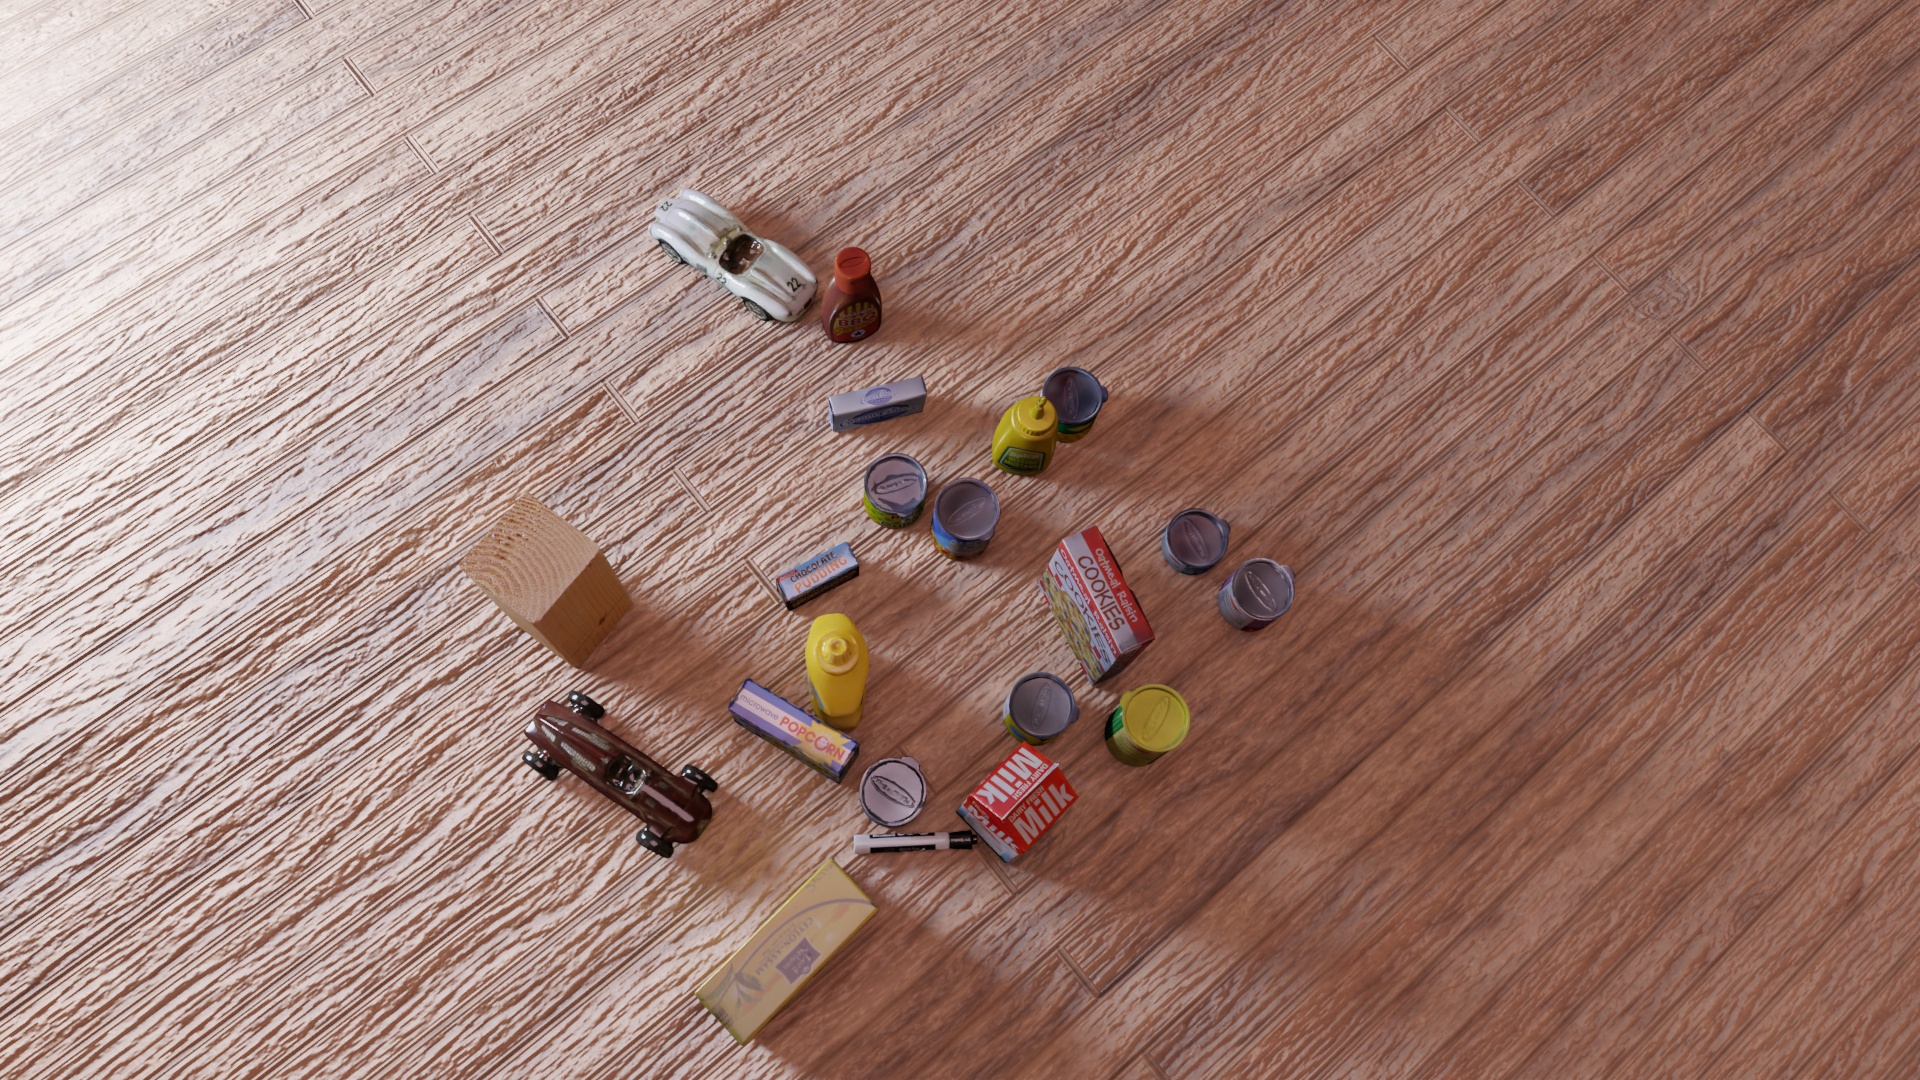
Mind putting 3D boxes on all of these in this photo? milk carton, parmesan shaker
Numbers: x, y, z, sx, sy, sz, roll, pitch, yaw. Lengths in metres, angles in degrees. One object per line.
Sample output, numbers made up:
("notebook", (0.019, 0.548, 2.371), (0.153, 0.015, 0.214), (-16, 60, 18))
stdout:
("milk carton", (0.053, 0.244, 1.294), (0.072, 0.190, 0.073), (-43, 81, -15))
("parmesan shaker", (0.181, 0.182, 1.371), (0.071, 0.102, 0.071), (1, 73, -5))

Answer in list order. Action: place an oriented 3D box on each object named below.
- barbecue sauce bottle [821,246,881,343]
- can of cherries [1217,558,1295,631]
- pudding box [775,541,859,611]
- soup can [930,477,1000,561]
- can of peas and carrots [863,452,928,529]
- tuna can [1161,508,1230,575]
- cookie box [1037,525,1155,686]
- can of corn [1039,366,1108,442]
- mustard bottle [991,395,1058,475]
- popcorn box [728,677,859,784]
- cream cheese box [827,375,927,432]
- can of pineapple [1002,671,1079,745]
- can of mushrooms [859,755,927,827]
("barbecue sauce bottle", (-0.114, -0.258, 1.458), (0.065, 0.148, 0.044), (-17, 75, -10))
("can of cherries", (0.309, 0.057, 1.445), (0.071, 0.058, 0.071), (1, 73, -5))
("pudding box", (-0.145, 0.036, 1.415), (0.084, 0.049, 0.030), (-27, 77, -13))
("soup can", (0.005, -0.018, 1.428), (0.071, 0.083, 0.071), (1, 73, -5))
("can of peas and carrots", (-0.067, -0.049, 1.444), (0.071, 0.058, 0.071), (1, 73, -5))
("tuna can", (0.250, 0.001, 1.471), (0.071, 0.032, 0.071), (1, 73, -5))
("cookie box", (0.132, 0.067, 1.369), (0.040, 0.167, 0.123), (-24, 77, -12))
("can of corn", (0.119, -0.145, 1.491), (0.071, 0.058, 0.071), (1, 73, -5))
("mustard bottle", (0.070, -0.112, 1.423), (0.065, 0.159, 0.049), (9, 73, -2))
("popcorn box", (-0.161, 0.185, 1.348), (0.127, 0.085, 0.038), (30, 73, 4))
("cream cheese box", (-0.088, -0.144, 1.474), (0.104, 0.053, 0.024), (-14, 75, -9))
("can of pineapple", (0.079, 0.170, 1.389), (0.071, 0.057, 0.071), (1, 73, -5))
("can of mushrooms", (-0.065, 0.246, 1.365), (0.071, 0.033, 0.071), (1, 73, -5))
